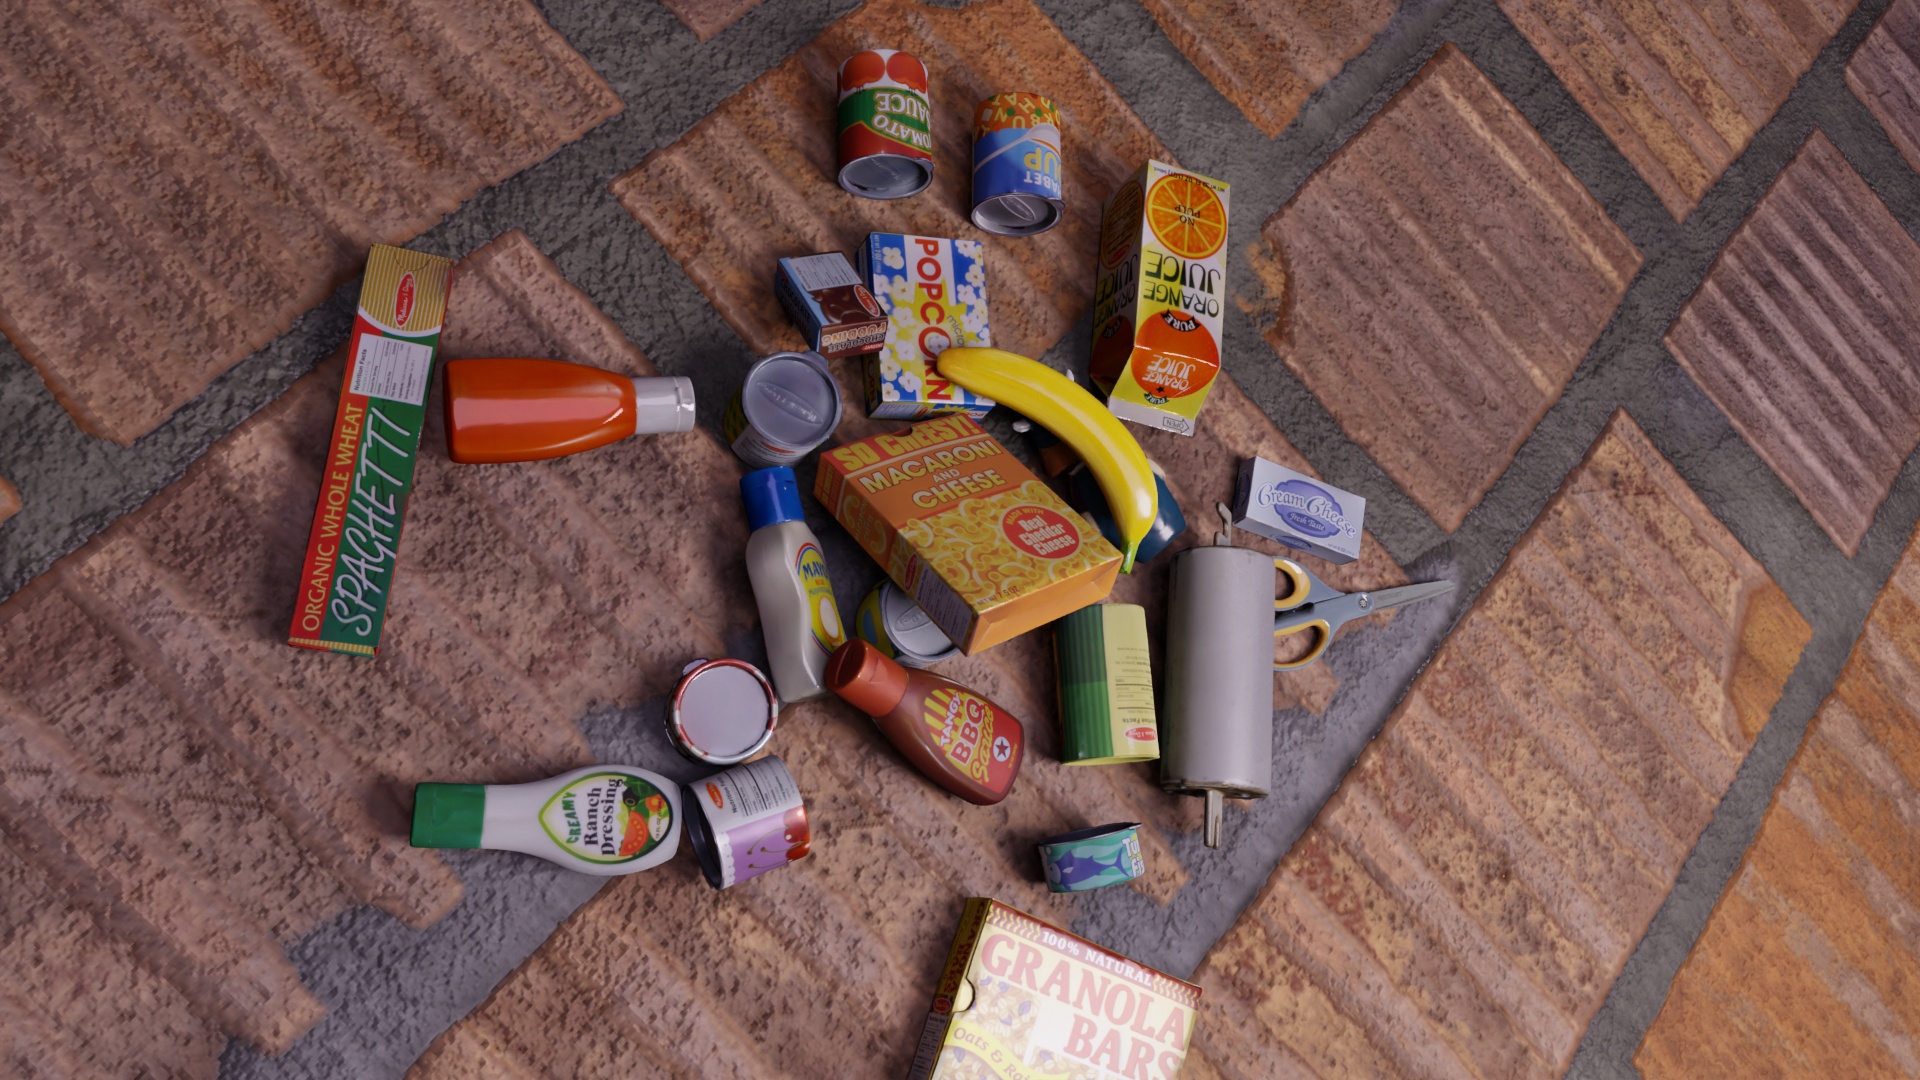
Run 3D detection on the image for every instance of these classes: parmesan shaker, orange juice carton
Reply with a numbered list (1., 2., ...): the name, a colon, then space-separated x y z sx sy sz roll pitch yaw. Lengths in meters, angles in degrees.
1. parmesan shaker: 0.099 0.099 0.947 0.071 0.071 0.103 1 76 -22
2. orange juice carton: 0.147 -0.174 1.031 0.072 0.073 0.193 12 73 -19

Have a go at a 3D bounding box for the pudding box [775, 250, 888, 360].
1. pudding box: -0.088 -0.159 0.934 0.050 0.030 0.084 -13 48 -25

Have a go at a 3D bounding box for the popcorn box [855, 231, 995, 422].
1. popcorn box: -0.025 -0.149 0.974 0.085 0.038 0.127 1 77 -22

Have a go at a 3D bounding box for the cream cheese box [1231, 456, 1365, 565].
1. cream cheese box: 0.259 -0.023 1.065 0.104 0.024 0.053 19 69 -17

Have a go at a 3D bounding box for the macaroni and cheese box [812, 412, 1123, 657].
1. macaroni and cheese box: 0.003 -0.011 0.892 0.124 0.040 0.167 -20 51 -36

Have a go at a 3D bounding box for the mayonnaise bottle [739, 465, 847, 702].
1. mayonnaise bottle: -0.107 0.027 0.885 0.065 0.041 0.148 8 66 -67

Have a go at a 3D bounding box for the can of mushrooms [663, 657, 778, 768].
1. can of mushrooms: -0.149 0.105 0.862 0.071 0.033 0.071 5 76 -20

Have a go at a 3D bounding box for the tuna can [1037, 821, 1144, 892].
1. tuna can: 0.088 0.208 0.912 0.071 0.071 0.033 -9 82 -24

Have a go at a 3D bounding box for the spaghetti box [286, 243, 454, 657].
1. spaghetti box: -0.348 -0.055 0.824 0.050 0.028 0.250 10 73 -19

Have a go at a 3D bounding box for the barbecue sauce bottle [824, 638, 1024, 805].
1. barbecue sauce bottle: -0.022 0.111 0.877 0.148 0.043 0.065 38 57 -35

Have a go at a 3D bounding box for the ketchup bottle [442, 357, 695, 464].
1. ketchup bottle: -0.243 -0.083 0.866 0.149 0.043 0.065 -4 79 -23

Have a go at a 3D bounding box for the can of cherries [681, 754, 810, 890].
1. can of cherries: -0.129 0.171 0.838 0.058 0.071 0.071 -17 84 -25

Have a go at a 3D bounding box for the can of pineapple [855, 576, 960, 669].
1. can of pineapple: -0.030 0.049 0.911 0.071 0.057 0.071 6 75 -21

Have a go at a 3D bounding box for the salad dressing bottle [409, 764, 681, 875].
1. salad dressing bottle: -0.239 0.161 0.805 0.148 0.044 0.064 5 74 -21

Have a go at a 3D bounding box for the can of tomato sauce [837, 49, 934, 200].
1. can of tomato sauce: -0.053 -0.294 0.982 0.071 0.071 0.083 3 75 -21

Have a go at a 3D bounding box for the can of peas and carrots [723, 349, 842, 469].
1. can of peas and carrots: -0.116 -0.085 0.910 0.071 0.058 0.071 6 74 -21

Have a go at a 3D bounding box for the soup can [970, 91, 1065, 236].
1. soup can: 0.043 -0.275 1.016 0.071 0.071 0.084 6 75 -21

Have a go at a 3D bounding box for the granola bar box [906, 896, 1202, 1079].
1. granola bar box: 0.063 0.318 0.890 0.165 0.039 0.124 26 68 -14
